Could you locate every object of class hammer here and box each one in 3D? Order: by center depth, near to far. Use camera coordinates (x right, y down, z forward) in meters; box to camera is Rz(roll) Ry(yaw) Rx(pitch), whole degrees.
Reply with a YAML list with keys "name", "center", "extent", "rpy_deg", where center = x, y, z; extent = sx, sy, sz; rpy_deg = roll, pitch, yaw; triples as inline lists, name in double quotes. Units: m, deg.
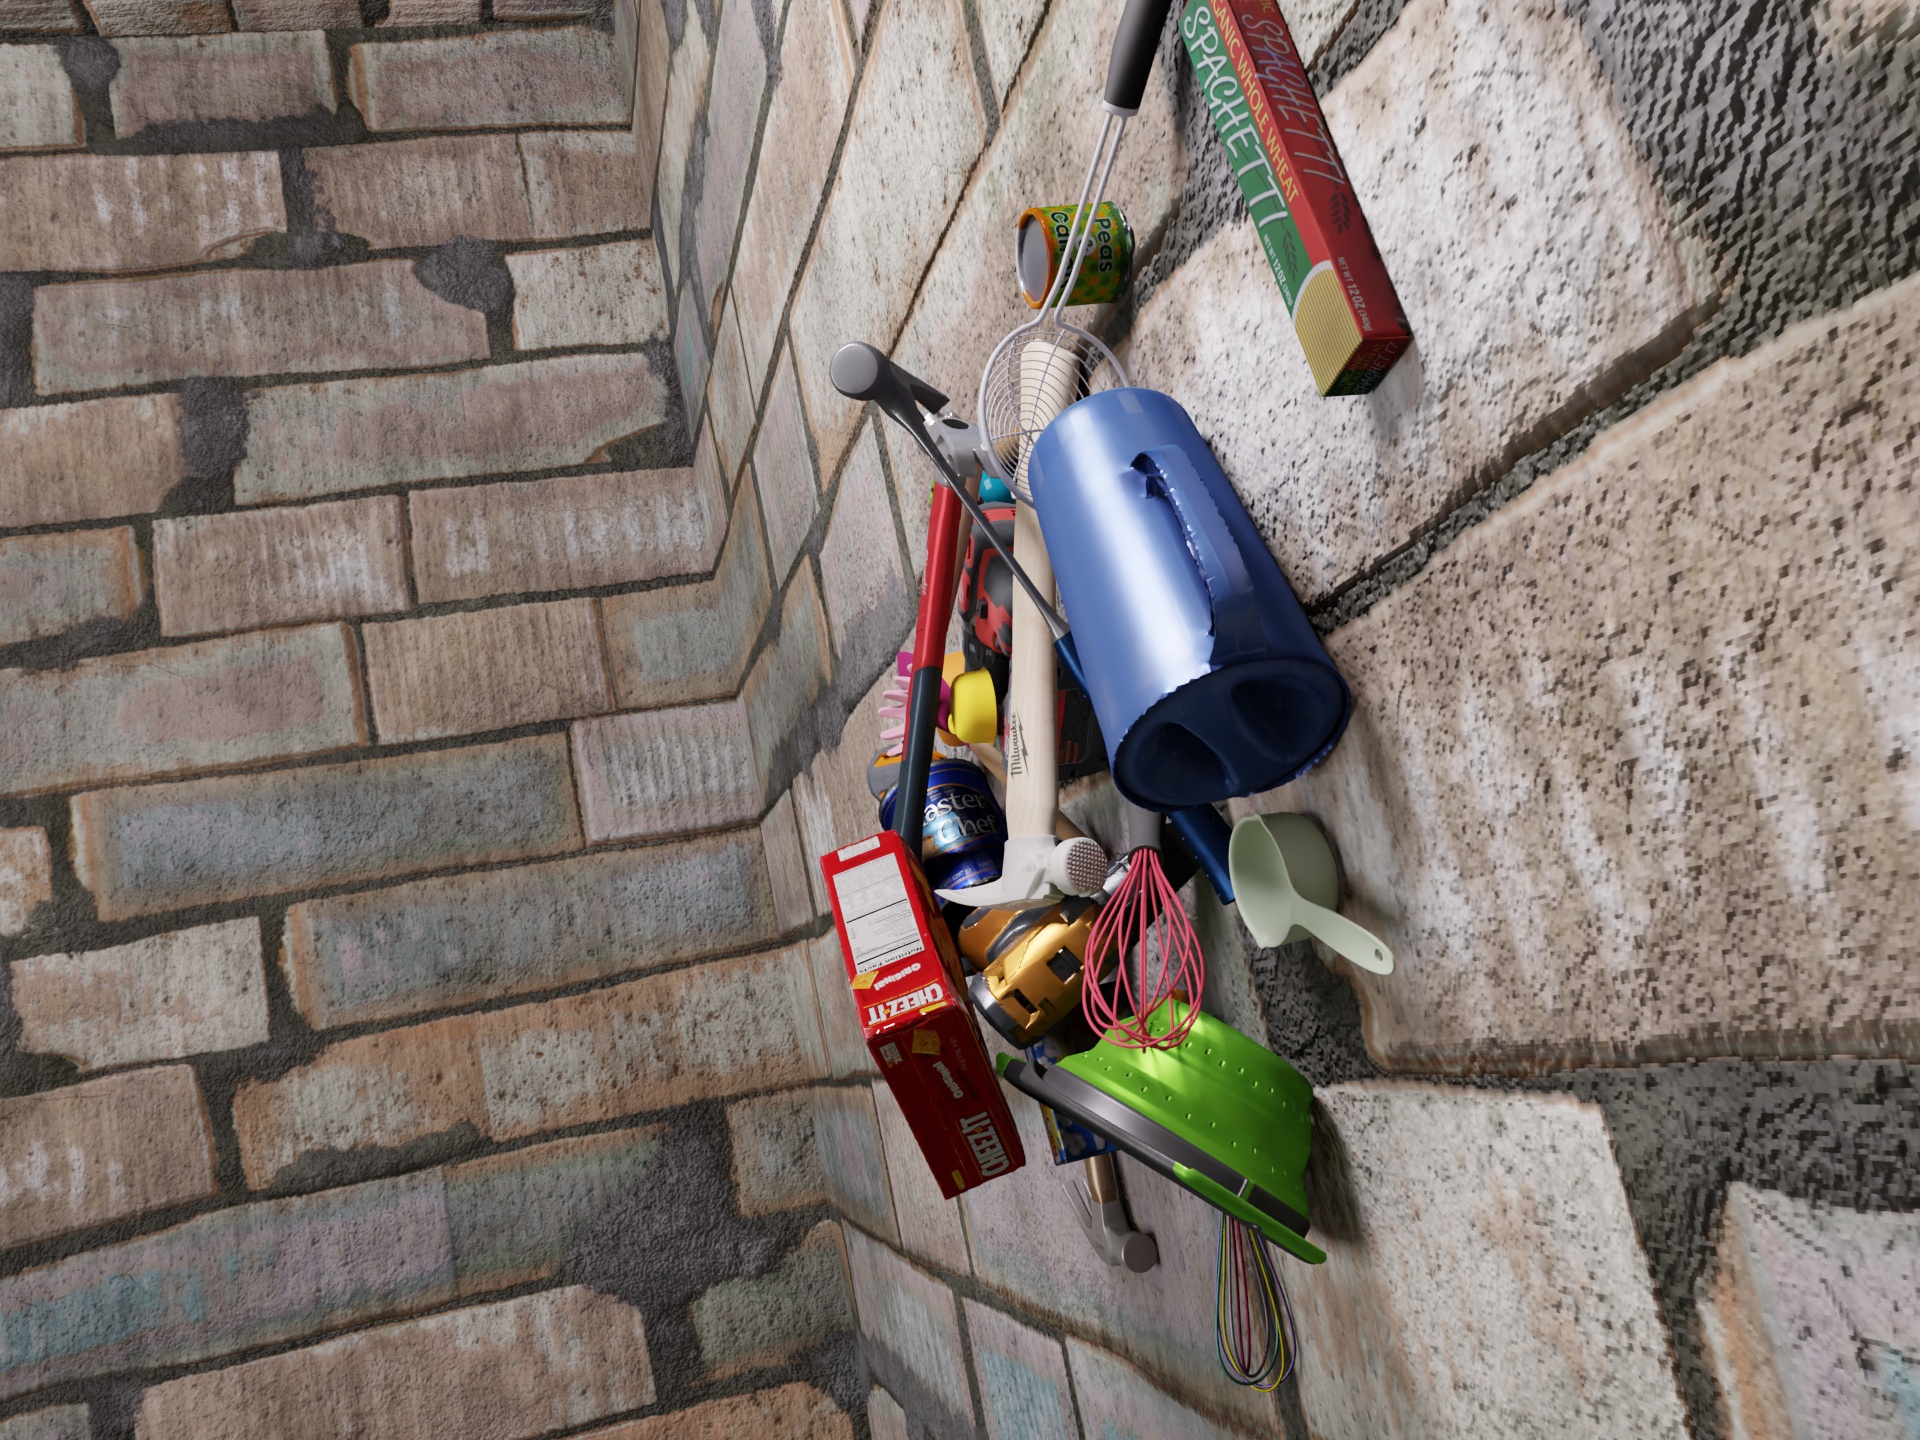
- name: "hammer"
  center: [0.061, -0.062, 0.997]
  extent: [0.405, 0.035, 0.144]
  rpy_deg: [55, -166, 5]
- name: "hammer"
  center: [0.046, -0.072, 1.115]
  extent: [0.146, 0.038, 0.411]
  rpy_deg: [-18, 64, 51]
- name: "hammer"
  center: [-0.022, -0.032, 1.209]
  extent: [0.143, 0.038, 0.386]
  rpy_deg: [-119, 33, -62]
- name: "hammer"
  center: [0.100, 0.290, 1.347]
  extent: [0.130, 0.031, 0.331]
  rpy_deg: [148, 113, -73]

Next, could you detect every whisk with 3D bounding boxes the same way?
- name: "whisk"
  center: [0.116, 0.098, 0.989]
  extent: [0.296, 0.073, 0.073]
  rpy_deg: [-78, -8, -56]
- name: "whisk"
  center: [0.180, 0.325, 1.069]
  extent: [0.047, 0.051, 0.245]
  rpy_deg: [133, 129, -77]

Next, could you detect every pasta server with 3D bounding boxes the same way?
- name: "pasta server"
  center: [-0.022, -0.090, 1.304]
  extent: [0.316, 0.040, 0.060]
  rpy_deg: [104, 153, -43]

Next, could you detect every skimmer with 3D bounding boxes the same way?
- name: "skimmer"
  center: [0.095, -0.298, 0.959]
  extent: [0.090, 0.127, 0.363]
  rpy_deg: [51, 137, 39]

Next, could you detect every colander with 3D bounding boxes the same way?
- name: "colander"
  center: [0.119, 0.234, 1.040]
  extent: [0.094, 0.204, 0.397]
  rpy_deg: [-58, 15, -11]

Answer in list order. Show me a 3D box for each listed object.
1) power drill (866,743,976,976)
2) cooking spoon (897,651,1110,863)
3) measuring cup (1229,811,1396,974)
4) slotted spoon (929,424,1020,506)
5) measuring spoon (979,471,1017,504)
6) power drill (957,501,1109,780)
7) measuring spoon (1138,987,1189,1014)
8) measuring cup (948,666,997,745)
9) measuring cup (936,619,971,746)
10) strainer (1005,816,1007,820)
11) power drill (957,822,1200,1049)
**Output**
- name: "power drill"
  center: [-0.021, 0.138, 1.556]
  extent: [0.164, 0.084, 0.226]
  rpy_deg: [13, -115, -71]
- name: "cooking spoon"
  center: [0.027, 0.033, 1.346]
  extent: [0.319, 0.017, 0.068]
  rpy_deg: [43, 148, 42]
- name: "measuring cup"
  center: [0.203, 0.101, 0.875]
  extent: [0.168, 0.038, 0.083]
  rpy_deg: [-144, 48, -66]
- name: "slotted spoon"
  center: [0.022, -0.215, 1.354]
  extent: [0.314, 0.031, 0.070]
  rpy_deg: [154, 99, -72]
- name: "measuring spoon"
  center: [0.023, -0.175, 1.356]
  extent: [0.042, 0.021, 0.128]
  rpy_deg: [39, 160, 7]
- name: "power drill"
  center: [0.048, -0.044, 1.272]
  extent: [0.227, 0.080, 0.187]
  rpy_deg: [-113, 21, -49]
- name: "measuring spoon"
  center: [0.150, 0.216, 1.177]
  extent: [0.117, 0.011, 0.021]
  rpy_deg: [113, 145, -68]
- name: "measuring cup"
  center: [-0.002, -0.004, 1.276]
  extent: [0.156, 0.029, 0.062]
  rpy_deg: [152, 113, -75]
- name: "measuring cup"
  center: [-0.008, -0.043, 1.433]
  extent: [0.173, 0.052, 0.095]
  rpy_deg: [77, 176, -55]
- name: "strainer"
  center: [0.042, 0.100, 1.436]
  extent: [0.258, 0.050, 0.087]
  rpy_deg: [112, 160, -56]
- name: "power drill"
  center: [0.082, 0.139, 1.142]
  extent: [0.084, 0.185, 0.226]
  rpy_deg: [47, 177, -2]
